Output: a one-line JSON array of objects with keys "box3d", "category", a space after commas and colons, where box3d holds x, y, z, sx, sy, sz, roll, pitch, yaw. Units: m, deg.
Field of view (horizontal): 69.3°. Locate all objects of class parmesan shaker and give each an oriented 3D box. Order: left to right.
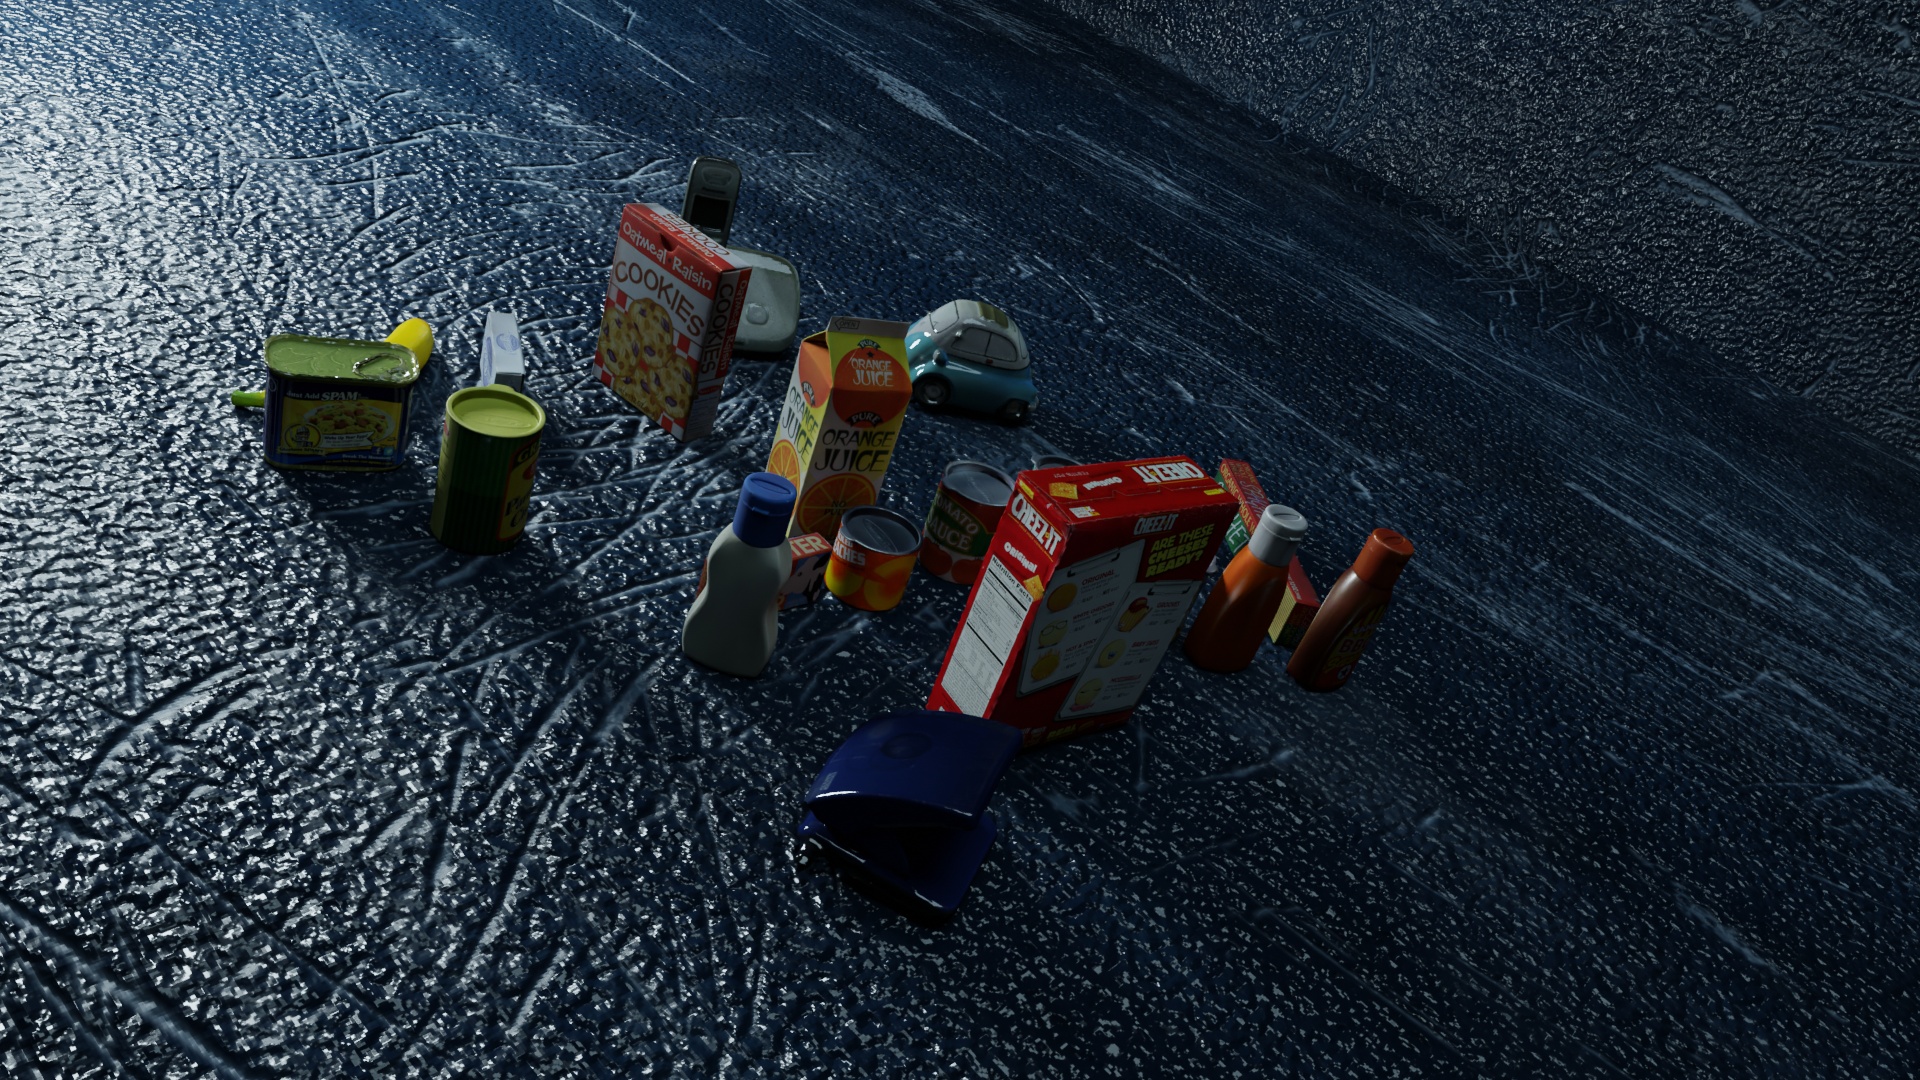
[{"box3d": [-0.338, -0.051, 0.994, 0.071, 0.102, 0.072, 15, 31, -9], "category": "parmesan shaker"}]

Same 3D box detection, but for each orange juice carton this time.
[{"box3d": [-0.097, -0.094, 1.116, 0.072, 0.191, 0.073, 0, 36, -31], "category": "orange juice carton"}]

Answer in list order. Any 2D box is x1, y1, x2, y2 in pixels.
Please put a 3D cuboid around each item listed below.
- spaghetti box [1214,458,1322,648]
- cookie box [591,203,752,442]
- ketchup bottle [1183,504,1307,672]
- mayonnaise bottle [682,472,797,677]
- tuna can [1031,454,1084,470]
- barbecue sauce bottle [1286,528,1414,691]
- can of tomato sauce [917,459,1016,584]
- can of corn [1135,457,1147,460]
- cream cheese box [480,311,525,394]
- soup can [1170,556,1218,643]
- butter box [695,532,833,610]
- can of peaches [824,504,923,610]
[{"box3d": [0.285, 0.005, 1.323, 0.029, 0.050, 0.251, 12, 32, -15], "category": "spaghetti box"}, {"box3d": [-0.252, -0.188, 1.196, 0.123, 0.166, 0.040, 35, 34, 23], "category": "cookie box"}, {"box3d": [0.240, 0.041, 1.146, 0.065, 0.148, 0.044, 1, 36, -29], "category": "ketchup bottle"}, {"box3d": [-0.146, 0.023, 0.948, 0.065, 0.147, 0.041, 20, 31, -2], "category": "mayonnaise bottle"}, {"box3d": [0.094, -0.051, 1.316, 0.071, 0.032, 0.071, 15, 31, -9], "category": "tuna can"}, {"box3d": [0.331, 0.059, 1.172, 0.065, 0.147, 0.044, -7, 41, -38], "category": "barbecue sauce bottle"}, {"box3d": [0.004, -0.015, 1.157, 0.071, 0.082, 0.071, 15, 31, -9], "category": "can of tomato sauce"}, {"box3d": [0.179, -0.035, 1.316, 0.071, 0.058, 0.071, 15, 31, -9], "category": "can of corn"}, {"box3d": [-0.383, -0.143, 1.159, 0.024, 0.053, 0.104, 4, 35, -26], "category": "cream cheese box"}, {"box3d": [0.171, 0.039, 1.171, 0.071, 0.083, 0.072, 15, 31, -9], "category": "soup can"}, {"box3d": [-0.146, 0.029, 1.031, 0.104, 0.052, 0.024, -14, 45, -43], "category": "butter box"}, {"box3d": [-0.071, 0.014, 1.093, 0.071, 0.057, 0.071, 15, 31, -9], "category": "can of peaches"}]
